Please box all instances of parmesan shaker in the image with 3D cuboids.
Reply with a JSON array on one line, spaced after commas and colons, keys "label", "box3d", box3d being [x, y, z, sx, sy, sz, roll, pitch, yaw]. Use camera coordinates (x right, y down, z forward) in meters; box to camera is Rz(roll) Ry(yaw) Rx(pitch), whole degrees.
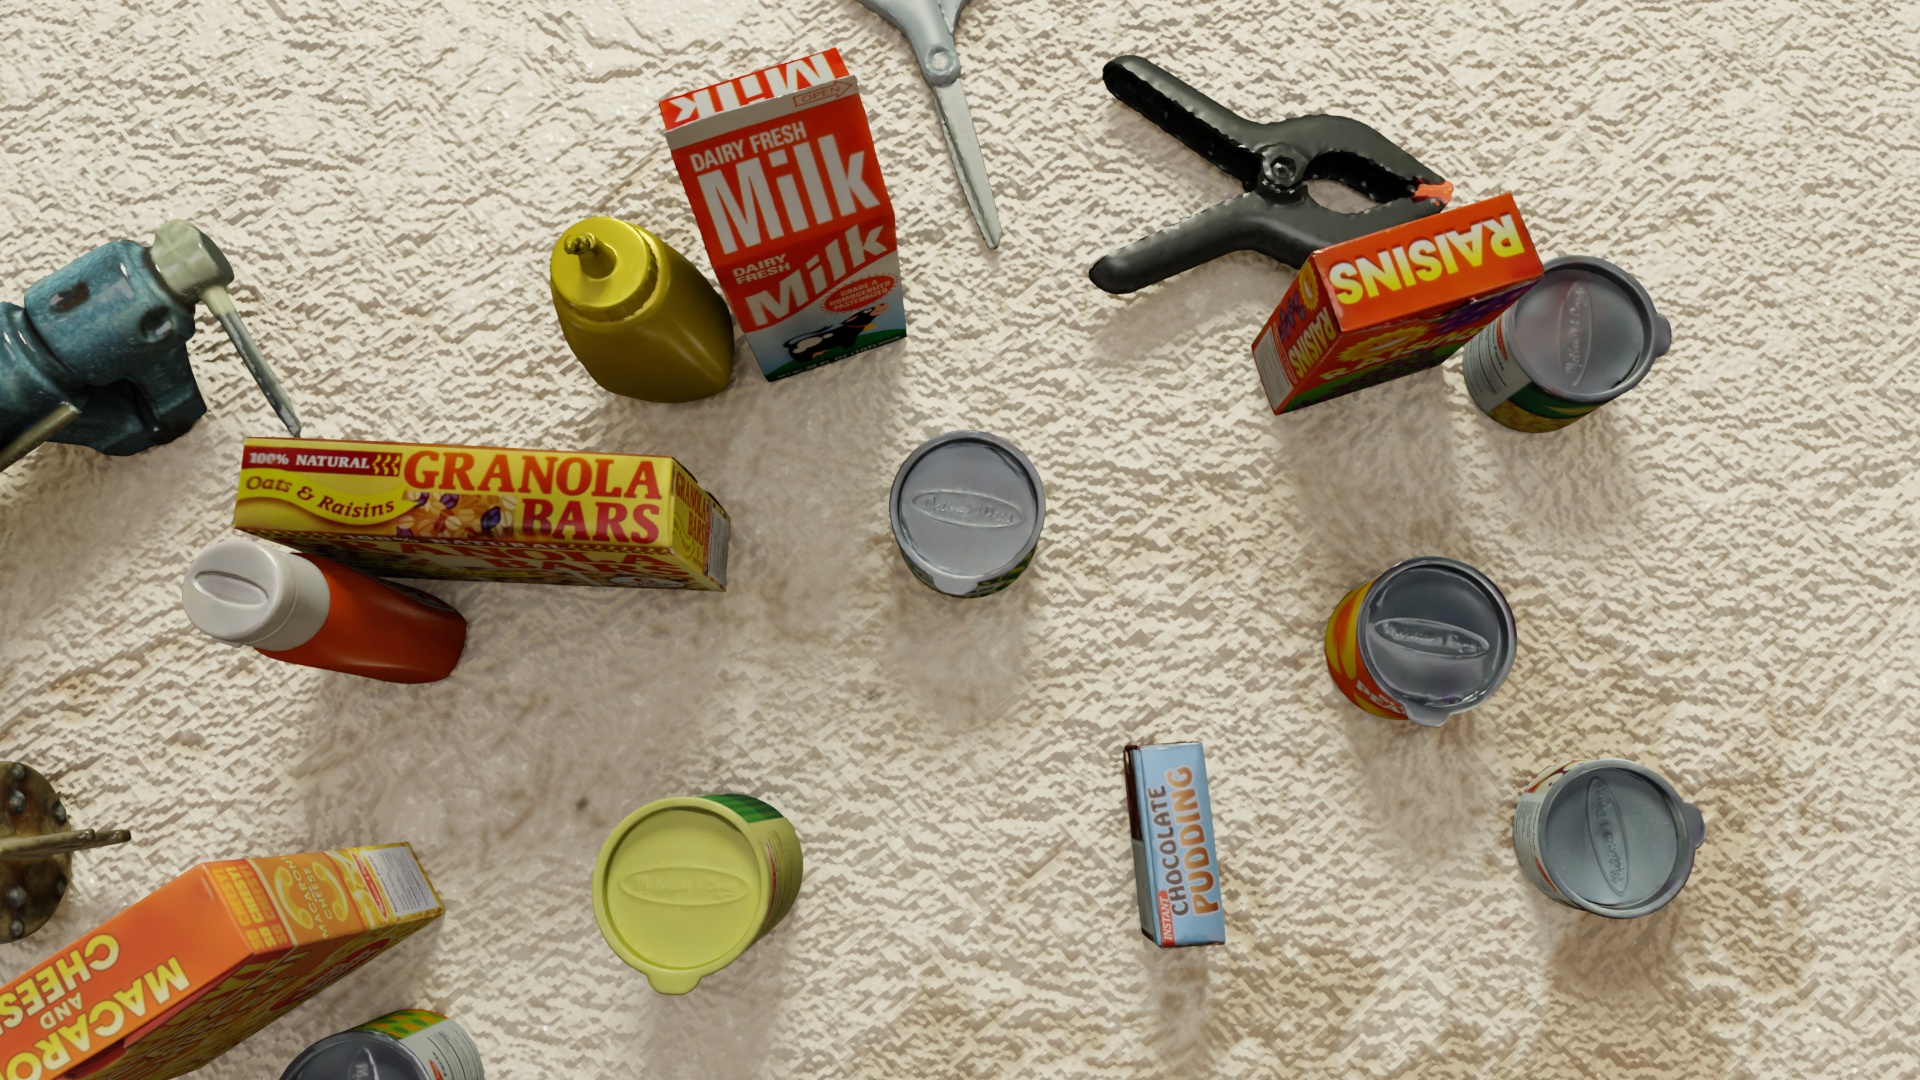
[{"label": "parmesan shaker", "box3d": [-0.103, 0.139, 0.561, 0.071, 0.103, 0.071, 0, 80, 0]}]

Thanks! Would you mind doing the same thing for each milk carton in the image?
[{"label": "milk carton", "box3d": [-0.069, -0.133, 0.566, 0.072, 0.190, 0.073, -19, 81, -3]}]

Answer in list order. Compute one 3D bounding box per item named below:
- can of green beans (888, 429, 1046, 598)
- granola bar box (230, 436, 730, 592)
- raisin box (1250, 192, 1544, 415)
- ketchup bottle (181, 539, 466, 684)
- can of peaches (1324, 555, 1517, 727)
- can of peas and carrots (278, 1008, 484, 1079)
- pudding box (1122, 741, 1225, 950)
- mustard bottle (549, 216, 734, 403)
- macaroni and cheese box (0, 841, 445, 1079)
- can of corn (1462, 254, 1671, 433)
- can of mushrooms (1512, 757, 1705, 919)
[{"label": "can of green beans", "box3d": [0.003, -0.010, 0.610, 0.071, 0.057, 0.071, 0, 80, 0]}, {"label": "granola bar box", "box3d": [-0.188, -0.009, 0.577, 0.166, 0.124, 0.039, 3, 80, 1]}, {"label": "raisin box", "box3d": [0.180, -0.096, 0.592, 0.086, 0.123, 0.040, -16, 81, -2]}, {"label": "ketchup bottle", "box3d": [-0.254, 0.030, 0.558, 0.065, 0.148, 0.043, 15, 81, 3]}, {"label": "can of peaches", "box3d": [0.196, 0.046, 0.599, 0.071, 0.058, 0.071, 0, 80, 0]}, {"label": "can of peas and carrots", "box3d": [-0.239, 0.230, 0.567, 0.071, 0.058, 0.071, 0, 80, 0]}, {"label": "pudding box", "box3d": [0.089, 0.127, 0.589, 0.030, 0.049, 0.084, -5, 80, -1]}, {"label": "mustard bottle", "box3d": [-0.135, -0.098, 0.575, 0.065, 0.160, 0.049, -2, 80, 0]}, {"label": "macaroni and cheese box", "box3d": [-0.286, 0.166, 0.524, 0.124, 0.166, 0.040, -32, 82, -5]}, {"label": "can of corn", "box3d": [0.270, -0.086, 0.623, 0.071, 0.058, 0.071, 0, 80, 0]}, {"label": "can of mushrooms", "box3d": [0.277, 0.127, 0.597, 0.071, 0.033, 0.071, 0, 80, 0]}]
